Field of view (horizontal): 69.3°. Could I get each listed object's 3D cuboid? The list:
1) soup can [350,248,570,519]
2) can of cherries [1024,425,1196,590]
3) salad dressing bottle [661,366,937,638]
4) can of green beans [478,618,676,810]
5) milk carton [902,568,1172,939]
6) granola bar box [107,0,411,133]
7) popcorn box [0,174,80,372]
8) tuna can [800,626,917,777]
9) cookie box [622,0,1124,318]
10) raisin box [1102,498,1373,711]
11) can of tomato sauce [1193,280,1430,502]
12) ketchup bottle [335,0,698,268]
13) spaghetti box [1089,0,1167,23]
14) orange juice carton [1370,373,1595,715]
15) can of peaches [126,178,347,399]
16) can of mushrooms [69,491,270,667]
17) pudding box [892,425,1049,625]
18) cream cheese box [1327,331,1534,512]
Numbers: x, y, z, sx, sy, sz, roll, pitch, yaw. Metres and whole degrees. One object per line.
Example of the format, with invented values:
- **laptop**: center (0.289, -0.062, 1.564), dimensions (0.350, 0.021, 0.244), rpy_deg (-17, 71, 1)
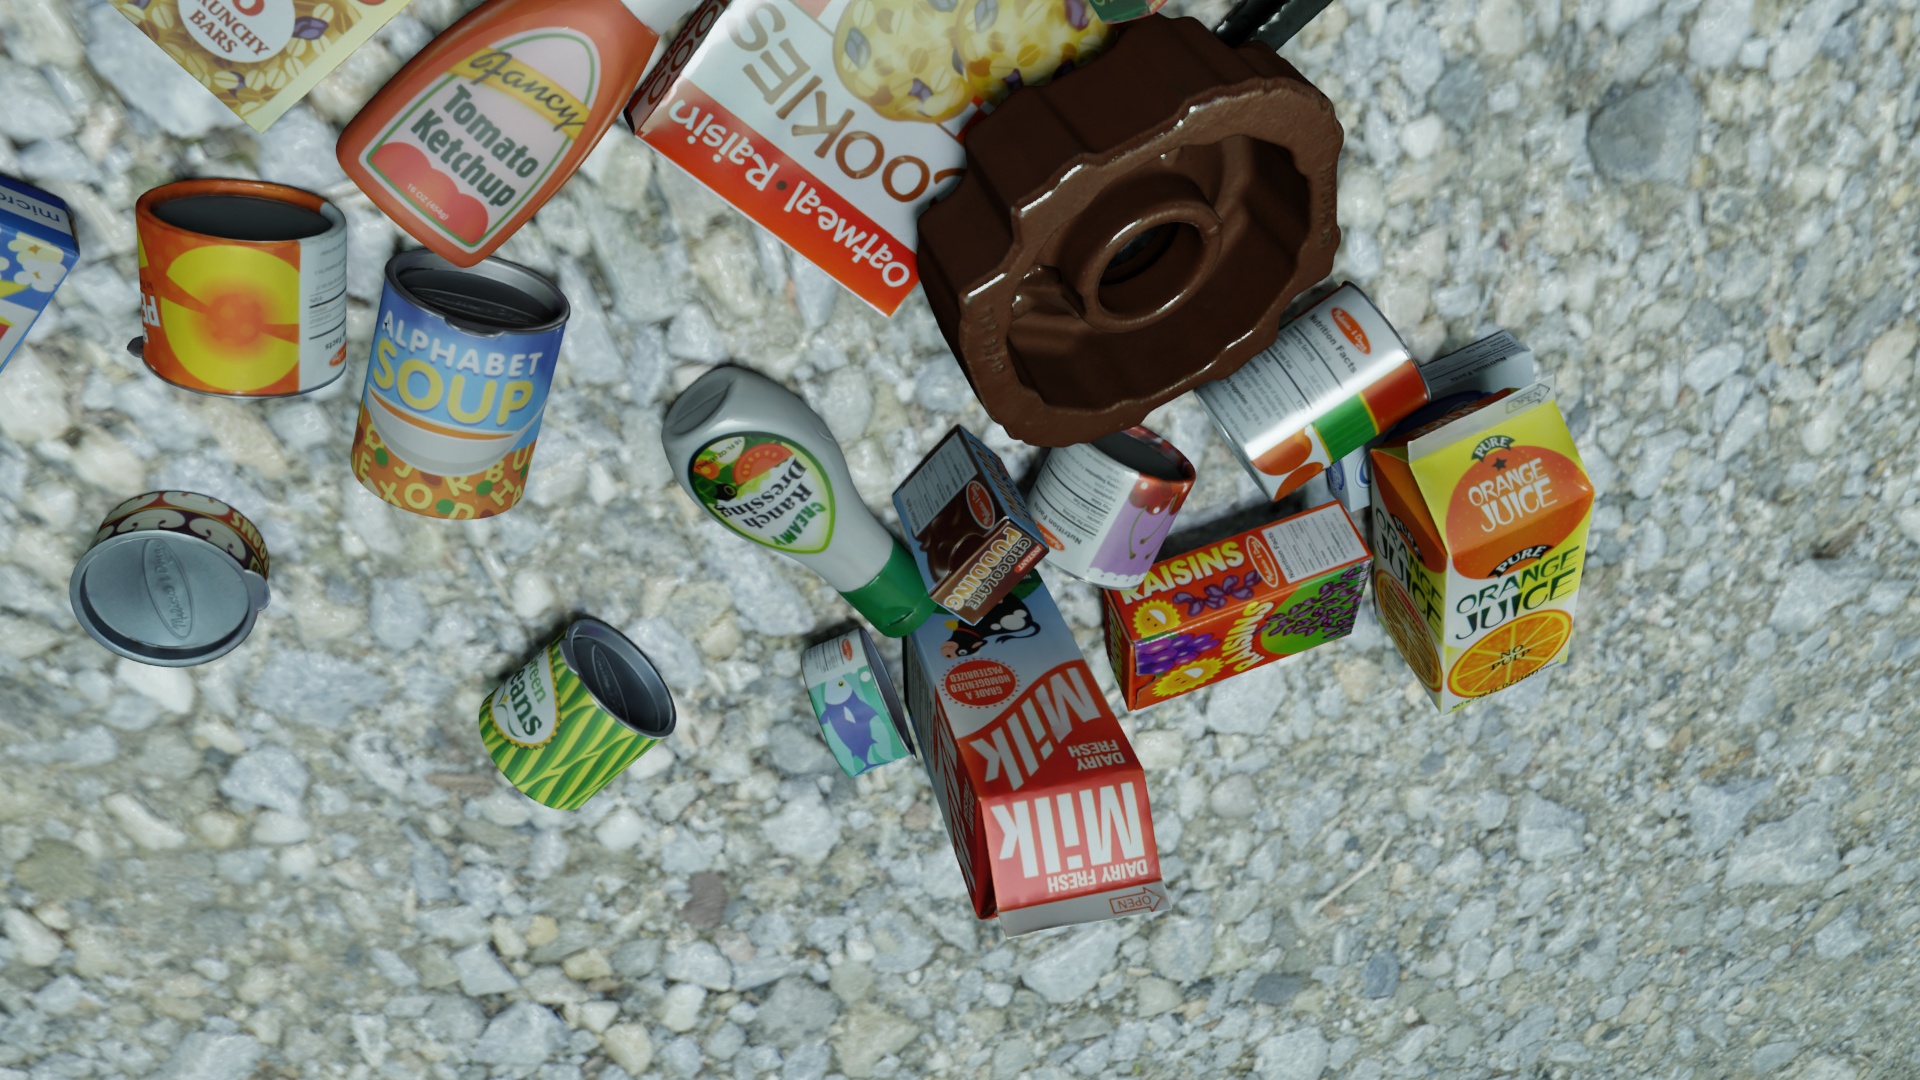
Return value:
- **soup can**: center (-0.191, -0.058, 0.528), dimensions (0.071, 0.071, 0.083), rpy_deg (11, 118, -23)
- **can of cherries**: center (0.067, -0.020, 0.635), dimensions (0.071, 0.072, 0.058), rpy_deg (13, 116, -24)
- **salad dressing bottle**: center (-0.065, -0.012, 0.611), dimensions (0.064, 0.044, 0.147), rpy_deg (-32, 126, 18)
- **can of green beans**: center (-0.172, 0.078, 0.625), dimensions (0.057, 0.071, 0.071), rpy_deg (-39, 124, 11)
- **milk carton**: center (0.028, 0.098, 0.620), dimensions (0.072, 0.191, 0.073), rpy_deg (-8, 124, -11)
- **granola bar box**: center (-0.230, -0.225, 0.408), dimensions (0.124, 0.039, 0.165), rpy_deg (-39, 128, 6)
- **popcorn box**: center (-0.370, -0.094, 0.445), dimensions (0.085, 0.038, 0.126), rpy_deg (-45, 146, 15)
- **tuna can**: center (-0.048, 0.079, 0.661), dimensions (0.033, 0.071, 0.070), rpy_deg (-22, 125, 0)
- **cookie box**: center (-0.024, -0.184, 0.516), dimensions (0.123, 0.040, 0.167), rpy_deg (33, 107, -31)
- **raisin box**: center (0.134, 0.035, 0.686), dimensions (0.123, 0.040, 0.085), rpy_deg (-19, 151, -4)
- **can of tomato sauce**: center (0.159, -0.066, 0.631), dimensions (0.083, 0.071, 0.071), rpy_deg (-34, 125, 8)
- **ketchup bottle**: center (-0.145, -0.166, 0.489), dimensions (0.148, 0.044, 0.064), rpy_deg (-40, 124, 10)
- **spaghetti box**: center (0.004, -0.281, 0.435), dimensions (0.050, 0.028, 0.249), rpy_deg (-49, 118, -18)
- **orange juice carton**: center (0.245, -0.002, 0.664), dimensions (0.072, 0.073, 0.191), rpy_deg (-24, 141, 0)
- **can of peaches**: center (-0.255, -0.090, 0.491), dimensions (0.071, 0.071, 0.057), rpy_deg (4, 120, -19)
- **can of mushrooms**: center (-0.315, 0.016, 0.562), dimensions (0.071, 0.033, 0.070), rpy_deg (-8, 123, -12)
- **pudding box**: center (0.002, -0.008, 0.610), dimensions (0.030, 0.084, 0.049), rpy_deg (36, 107, -32)
- **cream cheese box**: center (0.229, -0.058, 0.682), dimensions (0.104, 0.024, 0.053), rpy_deg (-23, 124, -2)
